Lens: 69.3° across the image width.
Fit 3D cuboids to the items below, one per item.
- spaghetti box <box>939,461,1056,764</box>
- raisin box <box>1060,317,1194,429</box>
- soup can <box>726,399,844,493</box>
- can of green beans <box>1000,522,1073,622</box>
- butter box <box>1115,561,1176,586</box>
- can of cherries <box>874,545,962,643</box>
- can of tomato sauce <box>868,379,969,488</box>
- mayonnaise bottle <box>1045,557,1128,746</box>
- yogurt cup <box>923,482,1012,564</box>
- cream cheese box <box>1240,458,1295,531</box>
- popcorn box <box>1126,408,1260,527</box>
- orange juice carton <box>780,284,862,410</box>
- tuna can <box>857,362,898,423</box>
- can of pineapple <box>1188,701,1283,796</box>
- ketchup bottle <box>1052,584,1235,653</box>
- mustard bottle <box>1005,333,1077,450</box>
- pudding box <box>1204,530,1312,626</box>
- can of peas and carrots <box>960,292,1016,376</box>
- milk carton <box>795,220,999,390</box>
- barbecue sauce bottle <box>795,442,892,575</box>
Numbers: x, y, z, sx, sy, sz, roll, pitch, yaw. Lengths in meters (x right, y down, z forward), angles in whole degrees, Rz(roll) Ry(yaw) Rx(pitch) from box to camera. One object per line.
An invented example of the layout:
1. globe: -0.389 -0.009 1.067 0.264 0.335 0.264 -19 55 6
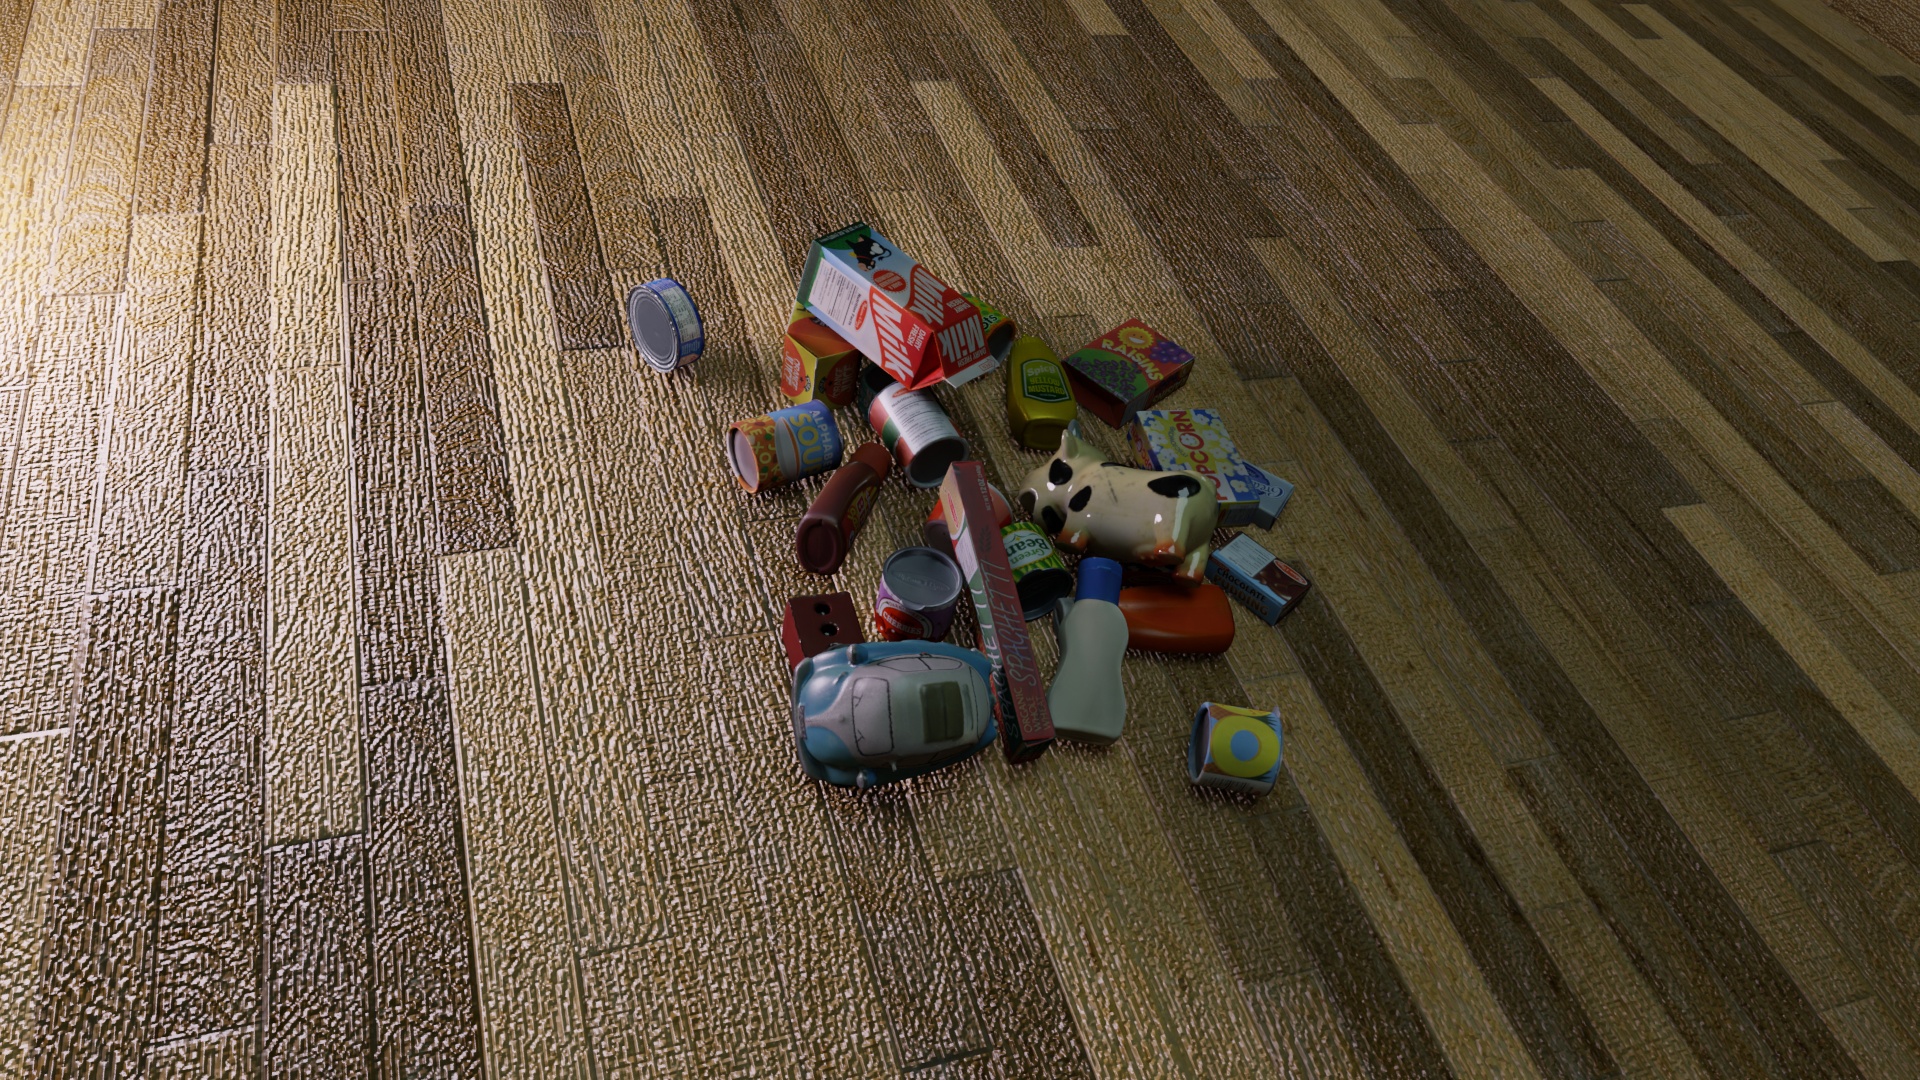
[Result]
1. spaghetti box: 0.027 0.055 1.117 0.029 0.050 0.251 -6 64 -18
2. raisin box: 0.169 -0.174 1.423 0.086 0.039 0.124 38 49 23
3. soup can: -0.156 -0.083 1.238 0.084 0.071 0.071 -20 54 -28
4. can of green beans: 0.054 0.027 1.182 0.071 0.070 0.058 -12 50 -23
5. butter box: 0.163 -0.002 1.265 0.053 0.024 0.104 3 46 -11
6. can of cherries: -0.037 0.049 1.145 0.071 0.058 0.072 7 46 -8
7. can of tomato sauce: -0.038 -0.098 1.284 0.071 0.070 0.083 -14 52 -25
8. mayonnaise bottle: 0.106 0.088 1.119 0.065 0.041 0.148 11 66 -4
9. yogurt cup: 0.004 -0.015 1.215 0.072 0.072 0.054 28 55 14
10. cream cheese box: 0.265 -0.054 1.339 0.104 0.024 0.054 29 49 15
11. popcorn box: 0.216 -0.067 1.296 0.085 0.038 0.127 -3 48 -15
12. orange juice carton: -0.129 -0.200 1.356 0.073 0.071 0.194 10 45 -3
13. tuna can: -0.066 -0.142 1.342 0.071 0.032 0.071 7 45 -7
14. can of pineapple: 0.215 0.161 1.088 0.058 0.070 0.071 10 45 -3
15. ketchup bottle: 0.155 0.066 1.183 0.149 0.043 0.065 1 43 -12
16. mustard bottle: 0.074 -0.157 1.378 0.065 0.048 0.161 2 46 -13
17. pudding box: 0.266 0.034 1.250 0.084 0.030 0.050 38 49 23
18. can of peas and carrots: 0.014 -0.208 1.398 0.059 0.070 0.071 35 49 19
19. milk carton: -0.054 -0.207 1.282 0.191 0.073 0.073 40 44 16
20. barbecue sauce bottle: -0.099 -0.035 1.212 0.044 0.064 0.149 14 36 8
